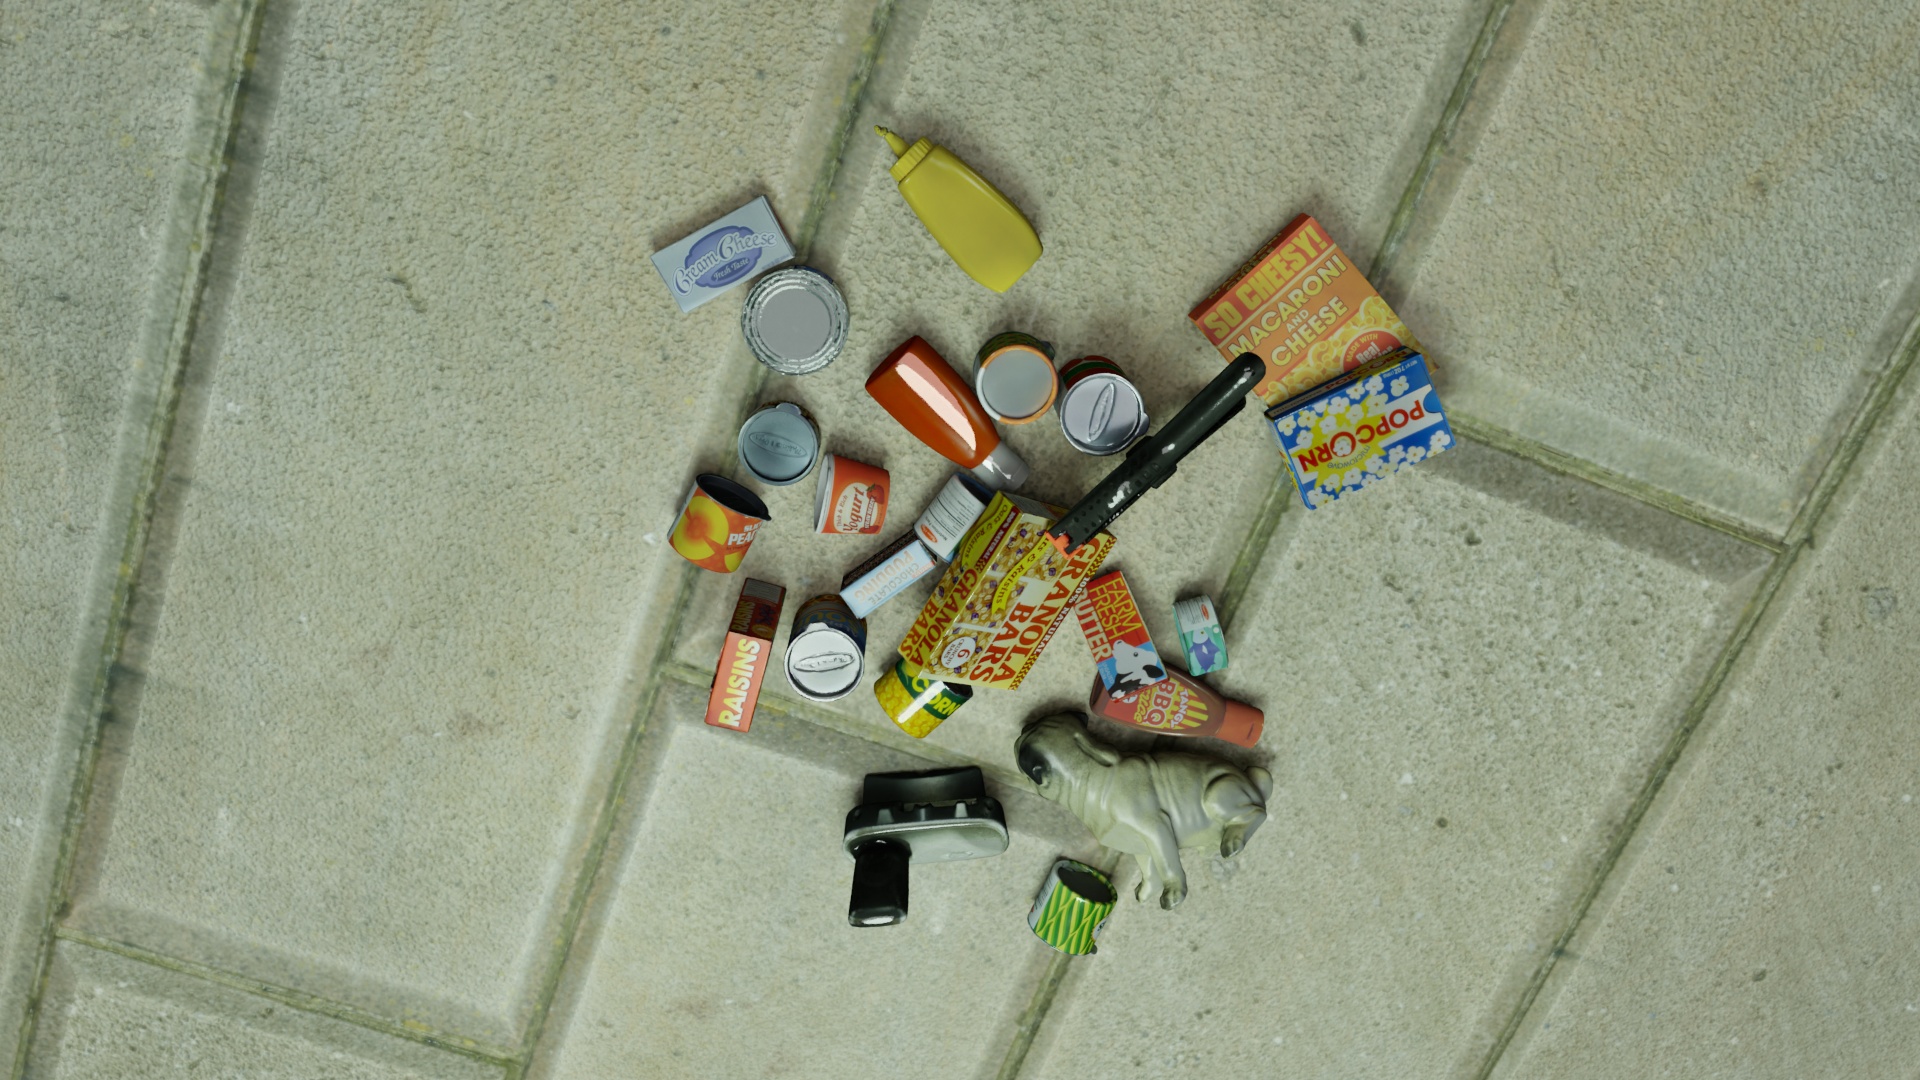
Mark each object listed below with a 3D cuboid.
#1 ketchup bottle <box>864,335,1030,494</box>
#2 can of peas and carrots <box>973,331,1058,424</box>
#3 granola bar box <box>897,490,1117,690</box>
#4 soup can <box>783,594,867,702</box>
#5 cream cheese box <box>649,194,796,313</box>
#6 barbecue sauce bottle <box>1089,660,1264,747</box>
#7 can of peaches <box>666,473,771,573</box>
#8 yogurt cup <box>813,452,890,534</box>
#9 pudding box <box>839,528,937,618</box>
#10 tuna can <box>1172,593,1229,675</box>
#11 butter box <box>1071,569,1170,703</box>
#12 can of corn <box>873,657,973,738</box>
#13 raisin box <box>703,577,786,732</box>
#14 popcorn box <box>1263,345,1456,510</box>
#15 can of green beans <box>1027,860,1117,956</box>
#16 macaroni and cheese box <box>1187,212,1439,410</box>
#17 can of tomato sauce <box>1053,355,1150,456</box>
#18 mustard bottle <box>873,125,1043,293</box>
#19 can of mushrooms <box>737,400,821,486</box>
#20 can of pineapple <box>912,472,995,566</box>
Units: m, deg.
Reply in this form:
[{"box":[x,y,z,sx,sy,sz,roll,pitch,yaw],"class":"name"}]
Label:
[{"box":[-0.006,-0.096,1.137,0.148,0.044,0.064,44,124,-14],"class":"ketchup bottle"},{"box":[0.046,-0.132,1.121,0.071,0.059,0.070,-1,108,-2],"class":"can of peas and carrots"},{"box":[0.039,0.044,1.151,0.124,0.039,0.165,14,115,-45],"class":"granola bar box"},{"box":[-0.113,0.087,1.173,0.071,0.084,0.071,-1,108,-2],"class":"soup can"},{"box":[-0.188,-0.227,1.102,0.104,0.024,0.053,-26,106,6],"class":"cream cheese box"},{"box":[0.192,0.144,1.222,0.148,0.044,0.064,18,98,-8],"class":"barbecue sauce bottle"},{"box":[-0.199,-0.013,1.147,0.071,0.071,0.058,28,106,-10],"class":"can of peaches"},{"box":[-0.090,-0.036,1.146,0.054,0.072,0.072,8,108,-13],"class":"yogurt cup"},{"box":[-0.060,0.026,1.173,0.083,0.050,0.030,-34,104,9],"class":"pudding box"},{"box":[0.206,0.083,1.192,0.033,0.071,0.071,-15,108,4],"class":"tuna can"},{"box":[0.134,0.082,1.183,0.053,0.024,0.104,-24,72,6],"class":"butter box"},{"box":[-0.032,0.129,1.196,0.058,0.071,0.071,-42,104,12],"class":"can of corn"},{"box":[-0.178,0.093,1.152,0.040,0.124,0.085,15,107,-7],"class":"raisin box"},{"box":[0.318,-0.090,1.113,0.126,0.038,0.085,-25,107,7],"class":"popcorn box"},{"box":[0.103,0.335,1.268,0.071,0.071,0.057,22,106,-9],"class":"can of green beans"},{"box":[0.286,-0.162,1.129,0.123,0.040,0.166,-42,105,11],"class":"macaroni and cheese box"},{"box":[0.111,-0.110,1.117,0.071,0.083,0.071,-1,108,-2],"class":"can of tomato sauce"},{"box":[-0.007,-0.267,1.082,0.065,0.049,0.160,-43,103,11],"class":"mustard bottle"},{"box":[-0.148,-0.083,1.144,0.071,0.033,0.070,0,108,-1],"class":"can of mushrooms"},{"box":[0.004,-0.014,1.155,0.071,0.071,0.057,36,103,-12],"class":"can of pineapple"}]
